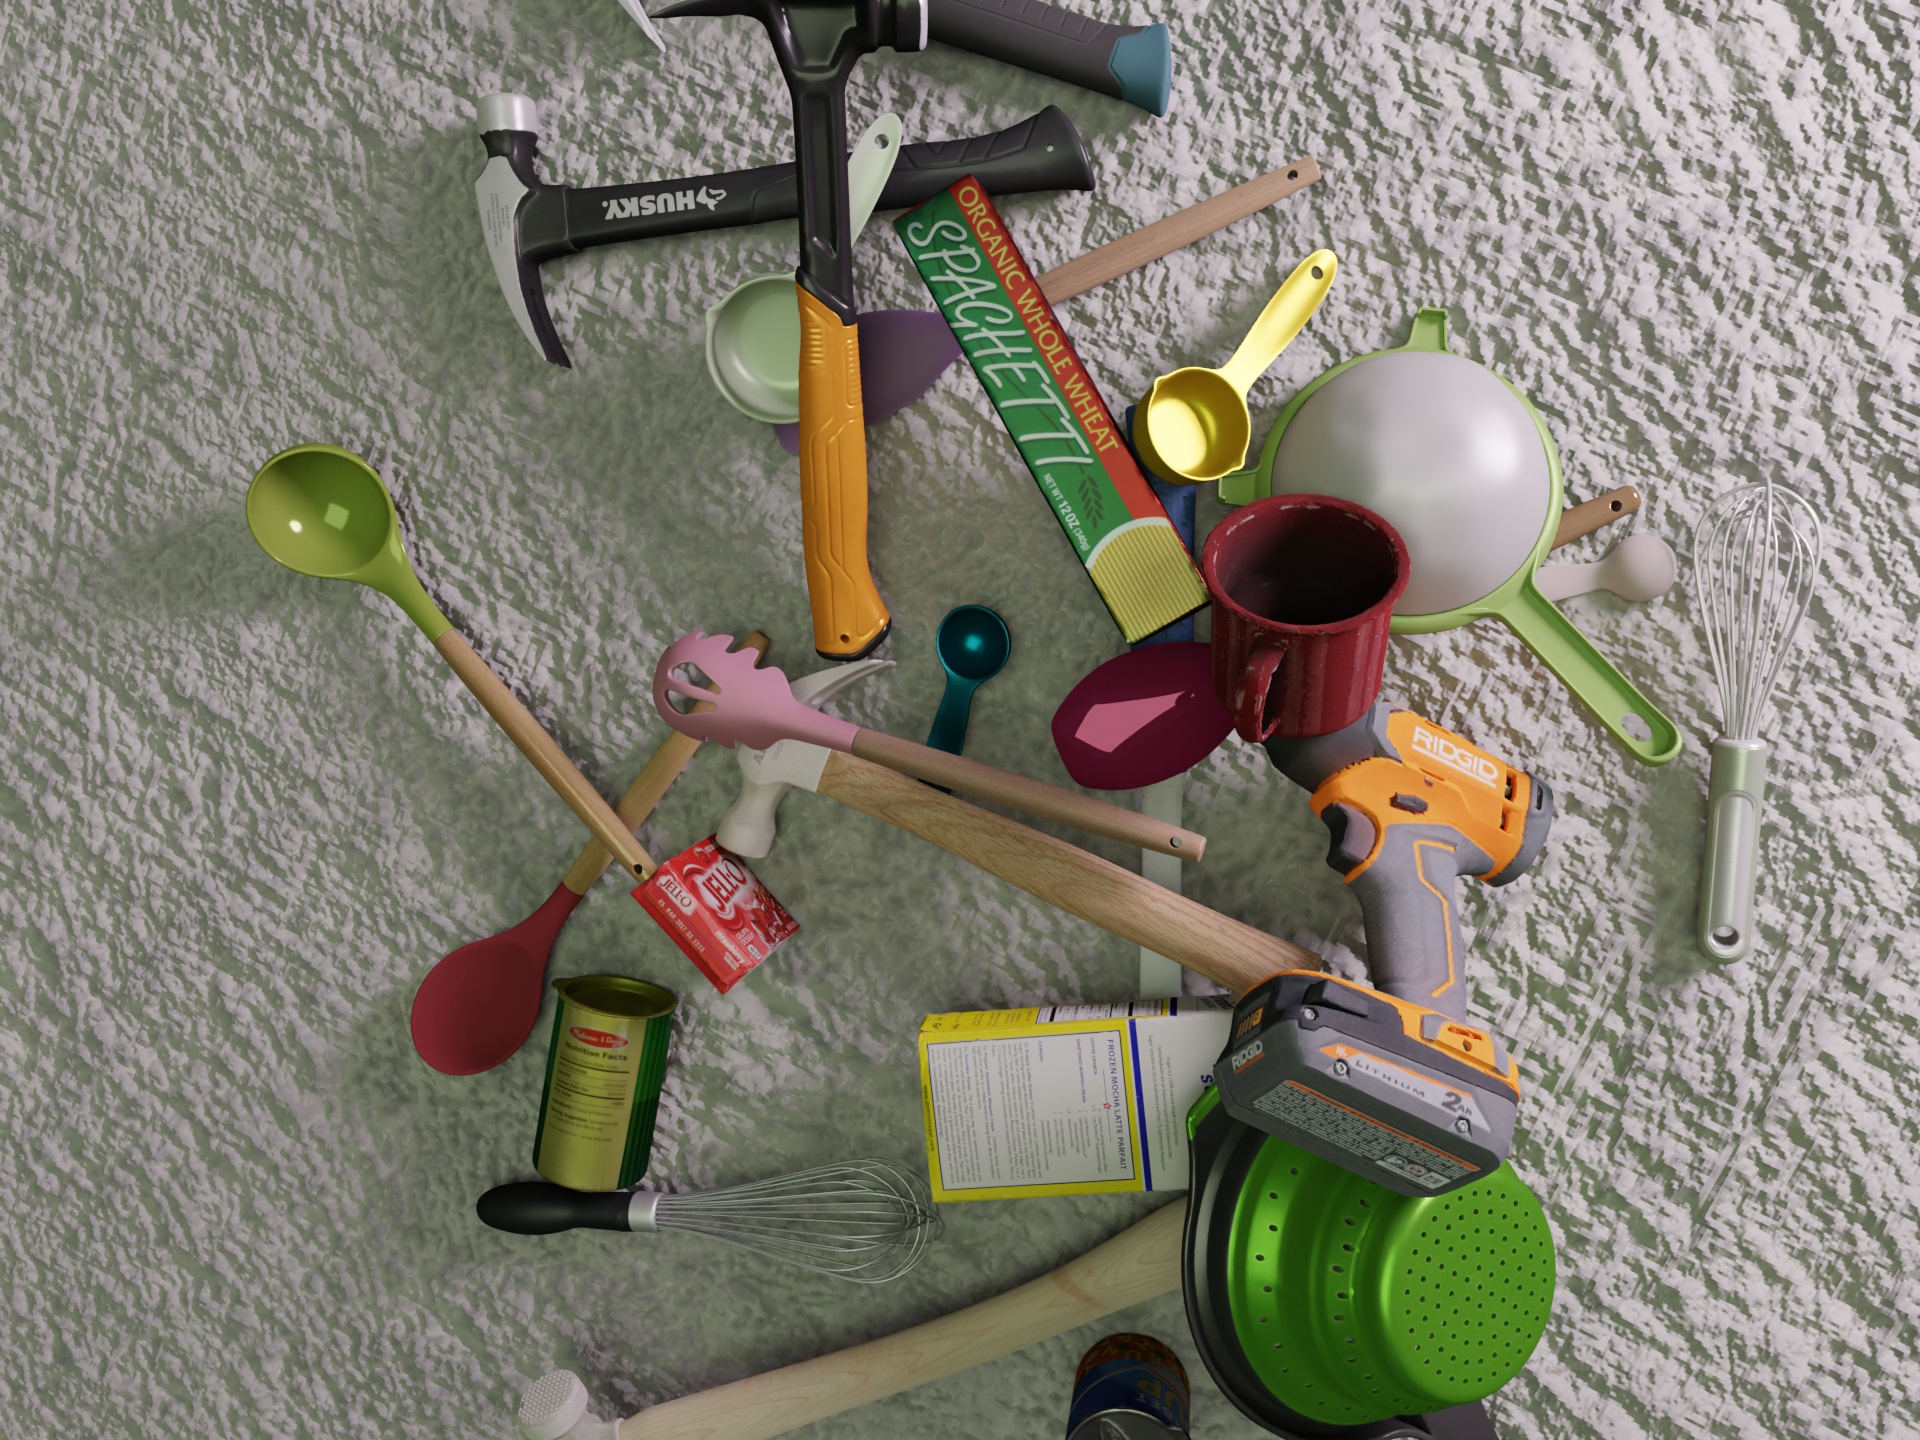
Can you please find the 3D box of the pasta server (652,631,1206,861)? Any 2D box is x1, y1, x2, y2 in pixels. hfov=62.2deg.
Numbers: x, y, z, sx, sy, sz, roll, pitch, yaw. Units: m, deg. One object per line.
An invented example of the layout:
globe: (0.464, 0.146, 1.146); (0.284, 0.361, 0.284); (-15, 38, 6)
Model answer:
pasta server: (-0.026, 0.018, 0.820); (0.316, 0.040, 0.060); (17, 98, 15)

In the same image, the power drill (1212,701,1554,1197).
power drill: (0.189, 0.086, 0.747); (0.164, 0.227, 0.084); (26, 143, -7)

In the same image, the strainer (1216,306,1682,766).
strainer: (0.253, -0.082, 0.760); (0.151, 0.069, 0.256); (-39, 75, -1)

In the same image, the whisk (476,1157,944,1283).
whisk: (-0.147, 0.279, 0.901); (0.284, 0.070, 0.070); (-3, 95, 14)

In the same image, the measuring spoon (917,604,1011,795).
measuring spoon: (-0.001, -0.003, 0.872); (0.042, 0.021, 0.128); (21, 108, 17)

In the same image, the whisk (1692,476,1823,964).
whisk: (0.389, 0.003, 0.790); (0.058, 0.059, 0.246); (4, 101, 21)

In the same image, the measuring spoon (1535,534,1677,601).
measuring spoon: (0.301, -0.069, 0.811); (0.124, 0.018, 0.034); (-10, 94, 11)

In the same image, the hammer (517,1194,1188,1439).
hammer: (-0.031, 0.363, 0.888); (0.410, 0.038, 0.146); (-22, 113, 6)

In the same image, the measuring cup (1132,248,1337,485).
measuring cup: (0.142, -0.181, 0.807); (0.062, 0.029, 0.156); (42, 72, -12)

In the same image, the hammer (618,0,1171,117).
hammer: (-0.043, -0.386, 0.832); (0.331, 0.033, 0.128); (20, 97, 7)

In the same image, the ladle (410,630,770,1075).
ladle: (-0.207, 0.074, 0.905); (0.069, 0.031, 0.315); (39, 98, 4)

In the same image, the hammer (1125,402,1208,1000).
hammer: (0.101, 0.038, 0.846); (0.144, 0.035, 0.405); (1, 95, 9)

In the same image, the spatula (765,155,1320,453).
spatula: (0.038, -0.226, 0.841); (0.316, 0.018, 0.060); (-21, 89, 12)

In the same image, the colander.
colander: (0.253, 0.330, 0.785); (0.204, 0.094, 0.397); (-34, 103, -24)

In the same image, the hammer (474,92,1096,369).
hammer: (-0.095, -0.277, 0.850); (0.335, 0.035, 0.146); (-4, 94, 10)

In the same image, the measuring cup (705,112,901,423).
measuring cup: (-0.072, -0.234, 0.820); (0.083, 0.038, 0.167); (26, 109, -13)

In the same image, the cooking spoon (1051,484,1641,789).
cooking spoon: (0.196, -0.048, 0.808); (0.319, 0.017, 0.069); (-25, 94, 2)

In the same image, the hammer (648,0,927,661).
hammer: (-0.075, -0.188, 0.799); (0.127, 0.034, 0.336); (-2, 115, -1)

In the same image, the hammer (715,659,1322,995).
hammer: (0.029, 0.067, 0.830); (0.331, 0.031, 0.130); (23, 99, 19)

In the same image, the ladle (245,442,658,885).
ladle: (-0.275, -0.026, 0.881); (0.078, 0.062, 0.320); (-43, 84, 11)
